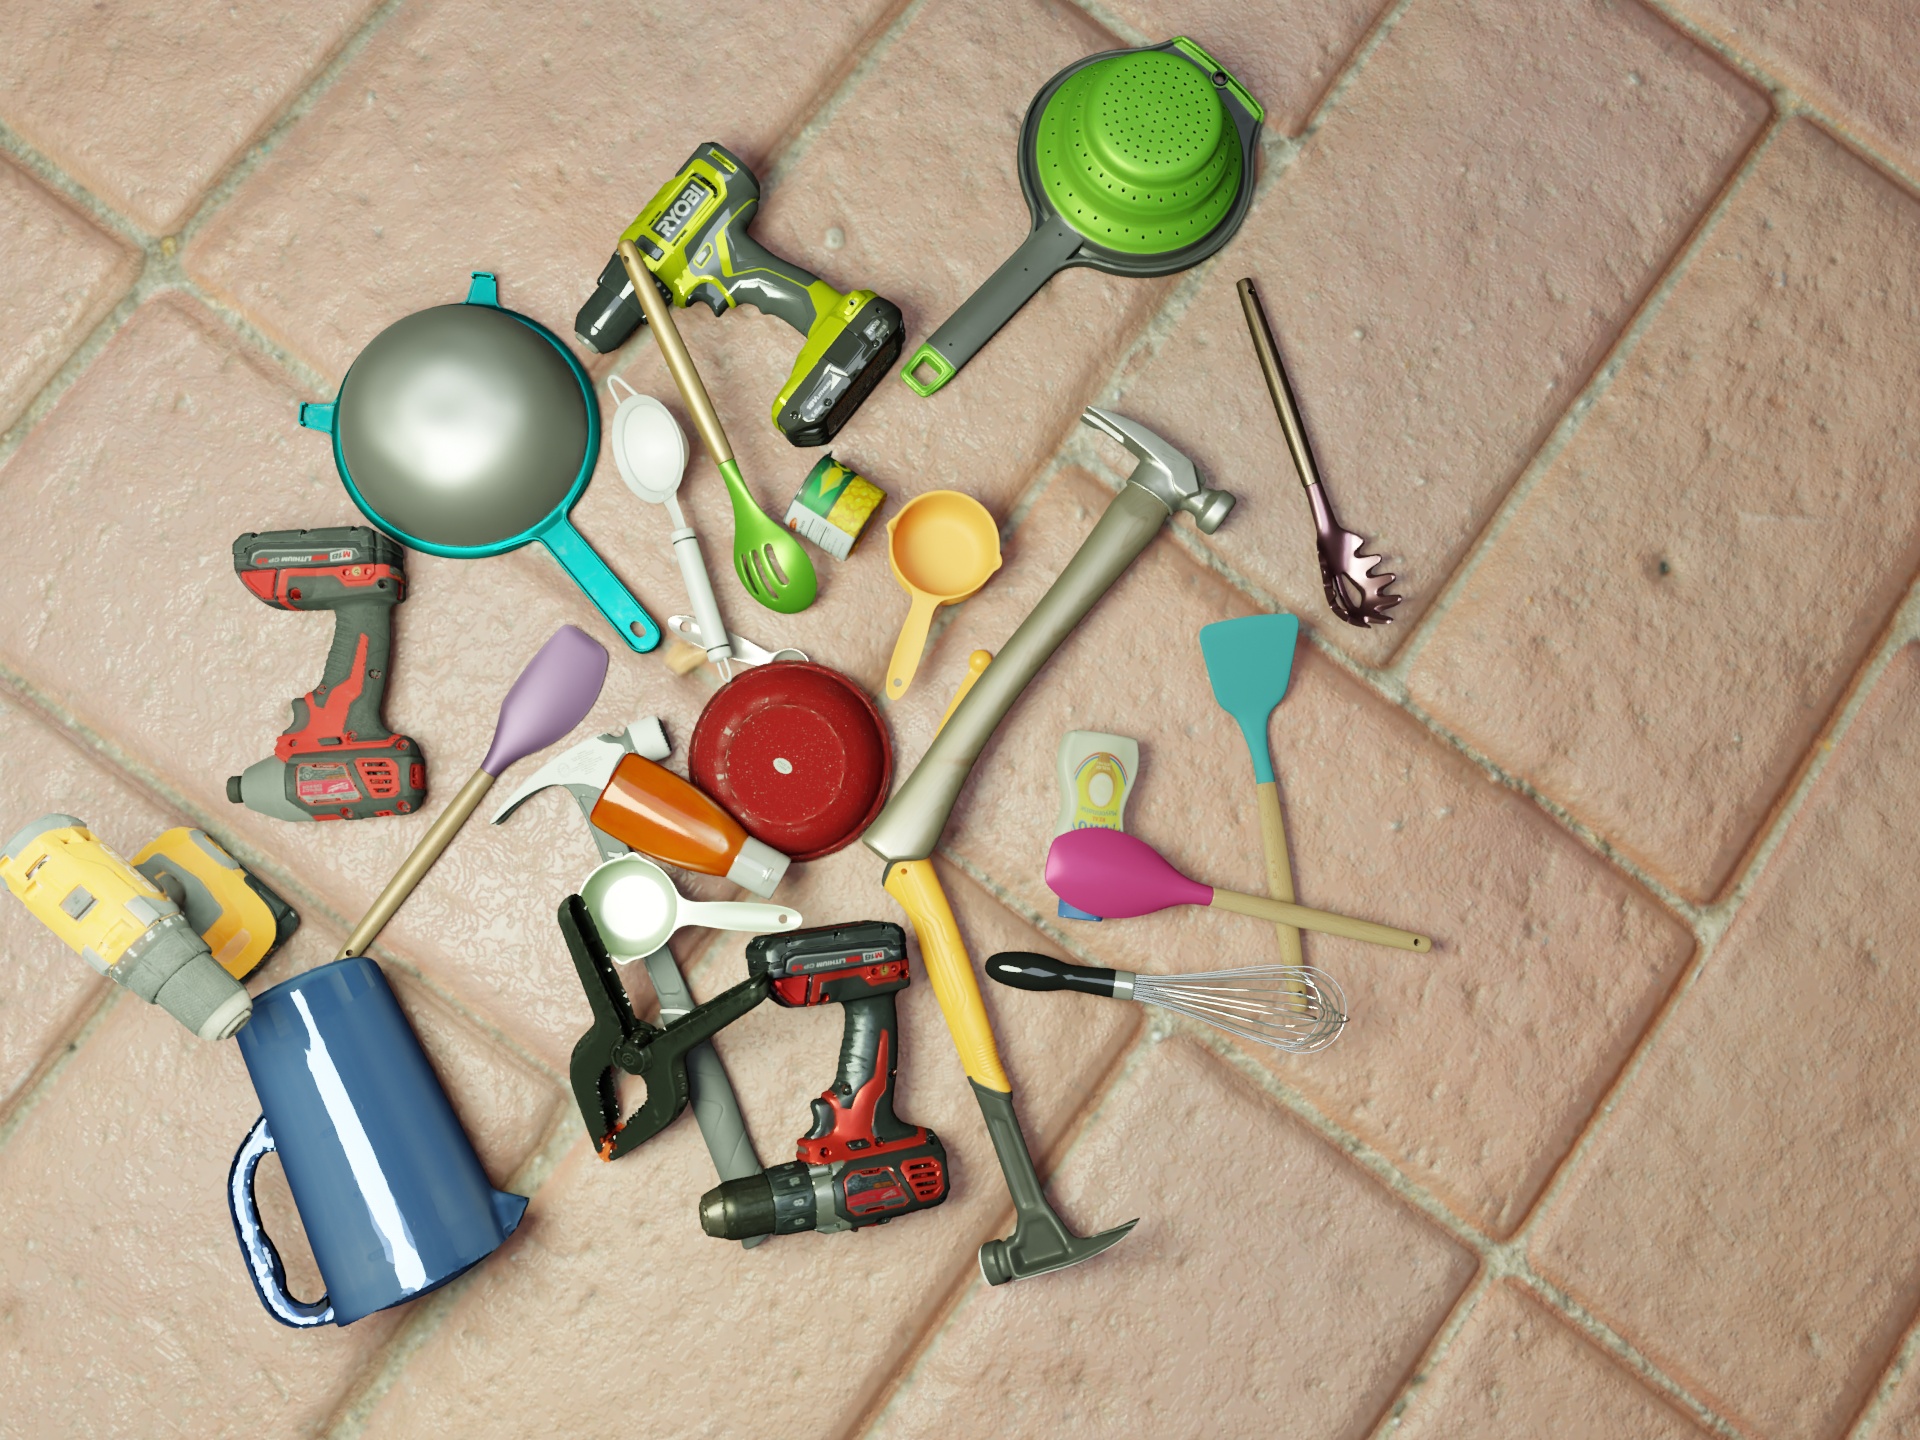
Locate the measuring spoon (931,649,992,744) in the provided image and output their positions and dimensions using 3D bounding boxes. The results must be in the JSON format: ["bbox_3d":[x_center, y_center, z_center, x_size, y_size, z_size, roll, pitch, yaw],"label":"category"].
[{"bbox_3d":[-0.002,-0.004,1.281,0.021,0.011,0.117,23,82,-1],"label":"measuring spoon"}]

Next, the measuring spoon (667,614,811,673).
[{"bbox_3d":[-0.177,-0.057,1.275,0.124,0.018,0.034,23,90,5],"label":"measuring spoon"}]

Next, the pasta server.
[{"bbox_3d":[0.287,-0.223,1.318,0.060,0.040,0.316,-15,83,-18],"label":"pasta server"}]

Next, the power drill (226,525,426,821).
[{"bbox_3d":[-0.490,-0.032,1.216,0.143,0.078,0.220,-5,86,-5],"label":"power drill"}]

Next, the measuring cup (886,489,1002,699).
[{"bbox_3d":[-0.028,-0.096,1.271,0.095,0.052,0.174,19,84,-2],"label":"measuring cup"}]

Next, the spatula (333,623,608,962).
[{"bbox_3d":[-0.383,0.063,1.240,0.059,0.018,0.316,38,81,-10],"label":"spatula"}]

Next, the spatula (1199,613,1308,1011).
[{"bbox_3d":[0.250,0.075,1.276,0.082,0.044,0.317,-8,85,-6],"label":"spatula"}]

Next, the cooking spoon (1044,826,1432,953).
[{"bbox_3d":[0.221,0.143,1.250,0.319,0.017,0.069,13,83,-8],"label":"cooking spoon"}]

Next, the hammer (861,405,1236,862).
[{"bbox_3d":[0.049,-0.064,1.263,0.146,0.038,0.411,37,77,2],"label":"hammer"}]

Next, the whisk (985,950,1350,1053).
[{"bbox_3d":[0.160,0.211,1.242,0.284,0.070,0.070,8,83,6],"label":"whisk"}]

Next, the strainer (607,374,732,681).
[{"bbox_3d":[-0.221,-0.153,1.260,0.050,0.087,0.258,-13,84,-46],"label":"strainer"}]

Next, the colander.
[{"bbox_3d":[0.097,-0.419,1.297,0.204,0.094,0.397,43,82,1],"label":"colander"}]

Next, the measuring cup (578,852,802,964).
[{"bbox_3d":[-0.203,0.144,1.200,0.167,0.038,0.083,5,85,-4],"label":"measuring cup"}]

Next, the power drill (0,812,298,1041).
[{"bbox_3d":[-0.543,0.147,1.111,0.185,0.226,0.084,41,82,1],"label":"power drill"}]

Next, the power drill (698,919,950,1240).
[{"bbox_3d":[-0.111,0.272,1.193,0.188,0.080,0.227,-6,86,-19],"label":"power drill"}]

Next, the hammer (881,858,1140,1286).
[{"bbox_3d":[0.021,0.256,1.226,0.127,0.034,0.337,-23,82,18],"label":"hammer"}]

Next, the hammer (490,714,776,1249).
[{"bbox_3d":[-0.229,0.210,1.227,0.149,0.036,0.409,-22,86,-6],"label":"hammer"}]

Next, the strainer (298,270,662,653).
[{"bbox_3d":[-0.351,-0.190,1.234,0.211,0.095,0.340,-40,86,-8],"label":"strainer"}]

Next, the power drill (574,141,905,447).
[{"bbox_3d":[-0.178,-0.325,1.275,0.228,0.080,0.190,38,86,3],"label":"power drill"}]

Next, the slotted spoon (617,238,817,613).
[{"bbox_3d":[-0.196,-0.225,1.240,0.070,0.031,0.313,-18,100,33],"label":"slotted spoon"}]
